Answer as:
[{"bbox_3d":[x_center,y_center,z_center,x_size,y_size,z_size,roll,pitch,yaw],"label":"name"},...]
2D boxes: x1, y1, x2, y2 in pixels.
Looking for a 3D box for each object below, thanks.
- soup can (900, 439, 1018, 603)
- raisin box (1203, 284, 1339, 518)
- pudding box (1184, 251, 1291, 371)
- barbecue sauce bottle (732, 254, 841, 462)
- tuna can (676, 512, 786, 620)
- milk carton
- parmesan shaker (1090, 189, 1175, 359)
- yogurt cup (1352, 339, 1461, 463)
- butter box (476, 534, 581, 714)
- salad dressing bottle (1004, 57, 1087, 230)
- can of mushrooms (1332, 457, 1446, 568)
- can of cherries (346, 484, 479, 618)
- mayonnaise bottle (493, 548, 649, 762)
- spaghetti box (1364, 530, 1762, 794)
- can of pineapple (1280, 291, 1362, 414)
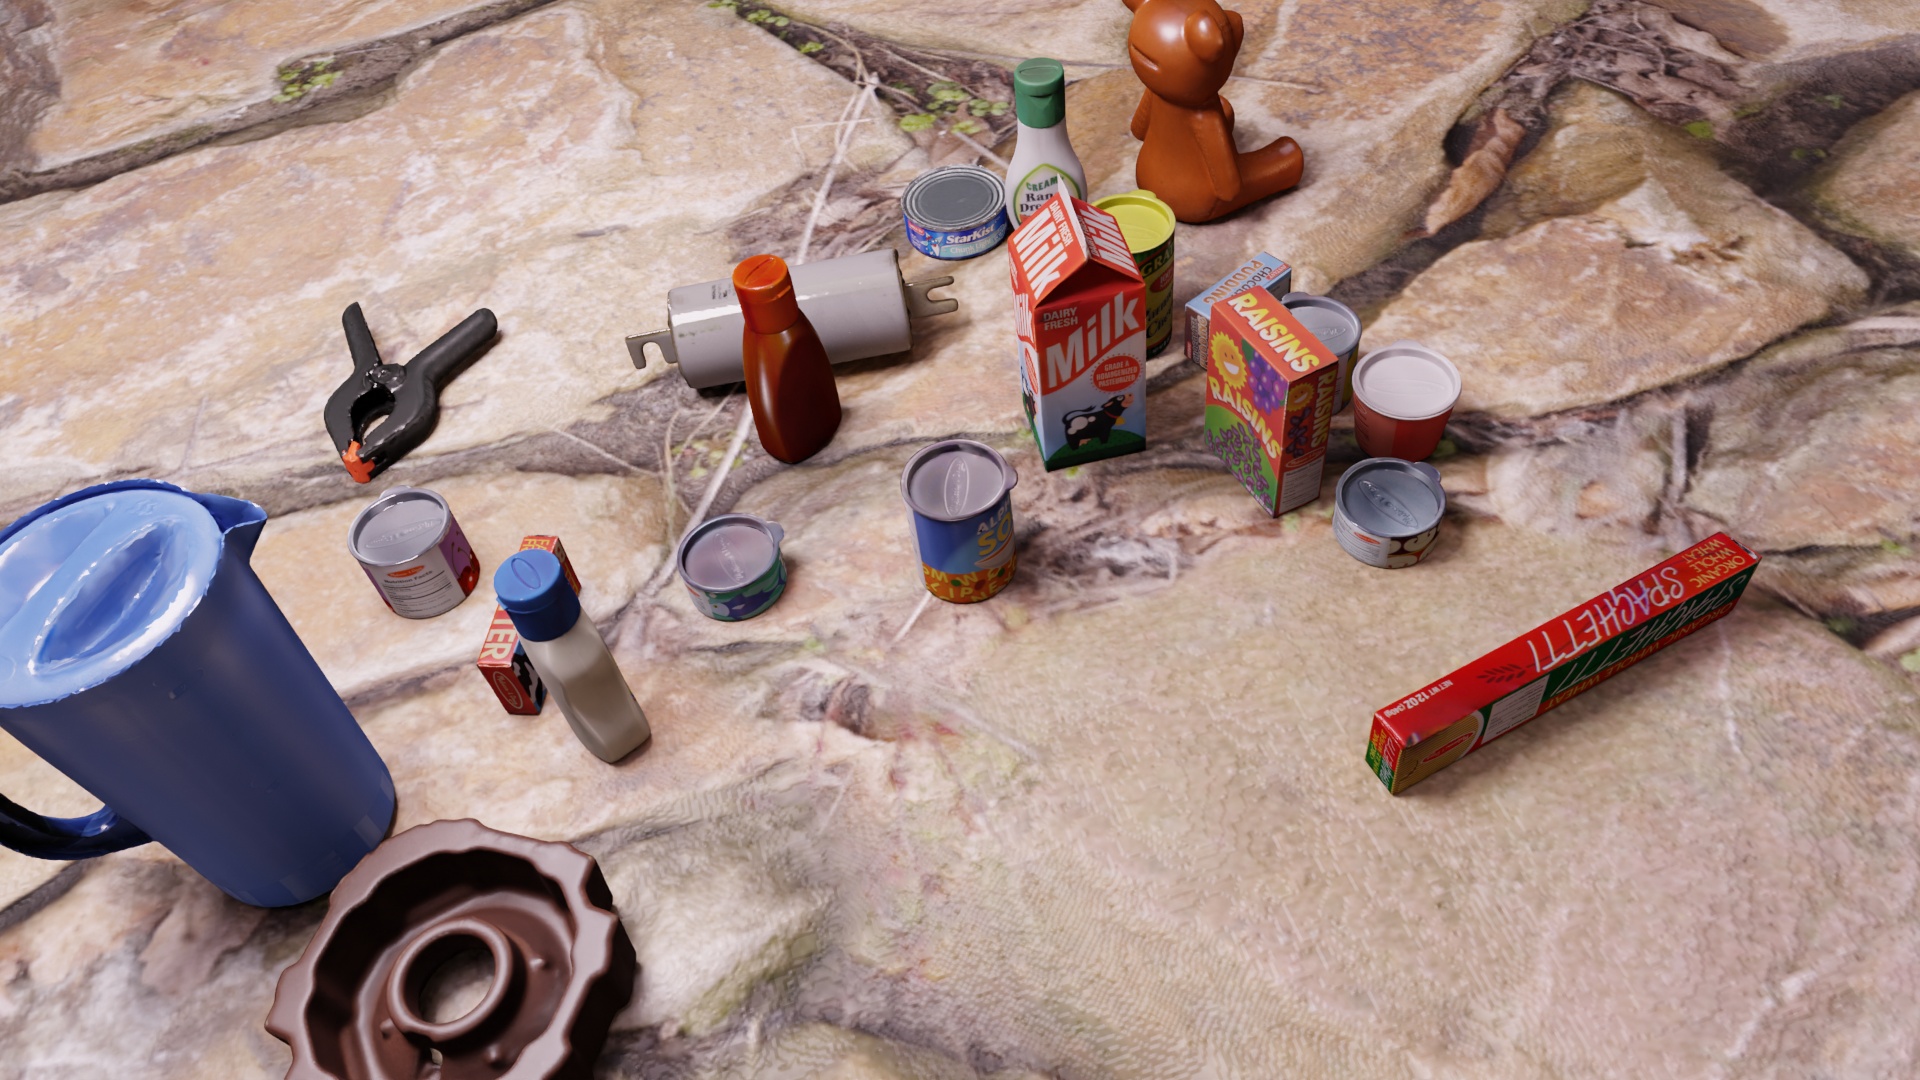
[{"bbox_3d":[0.003,-0.011,0.865,0.071,0.083,0.072,-4,50,4],"label":"soup can"},{"bbox_3d":[0.195,-0.087,0.879,0.040,0.122,0.086,-23,51,-12],"label":"raisin box"},{"bbox_3d":[0.198,-0.164,0.993,0.084,0.049,0.030,-36,55,-22],"label":"pudding box"},{"bbox_3d":[-0.119,-0.123,0.934,0.044,0.147,0.065,26,58,26],"label":"barbecue sauce bottle"},{"bbox_3d":[-0.144,0.016,0.895,0.071,0.032,0.071,-4,49,4],"label":"tuna can"},{"bbox_3d":[0.076,-0.138,0.895,0.073,0.189,0.073,-13,49,-3],"label":"milk carton"},{"bbox_3d":[0.120,-0.186,0.987,0.071,0.102,0.072,-4,50,4],"label":"parmesan shaker"},{"bbox_3d":[0.290,-0.087,0.912,0.072,0.053,0.073,-4,49,4],"label":"yogurt cup"},{"bbox_3d":[-0.268,0.051,0.868,0.024,0.052,0.104,0,50,8],"label":"butter box"},{"bbox_3d":[0.063,-0.292,1.056,0.064,0.147,0.044,-5,50,4],"label":"salad dressing bottle"},{"bbox_3d":[0.269,-0.018,0.870,0.071,0.033,0.071,-4,49,4],"label":"can of mushrooms"},{"bbox_3d":[-0.358,0.007,0.914,0.071,0.058,0.072,-4,49,4],"label":"can of cherries"},{"bbox_3d":[-0.221,0.064,0.788,0.041,0.147,0.065,-35,54,-21],"label":"mayonnaise bottle"},{"bbox_3d":[0.338,0.066,0.778,0.251,0.050,0.029,-24,51,-13],"label":"spaghetti box"},{"bbox_3d":[0.238,-0.126,0.950,0.071,0.057,0.071,-4,49,4],"label":"can of pineapple"}]
